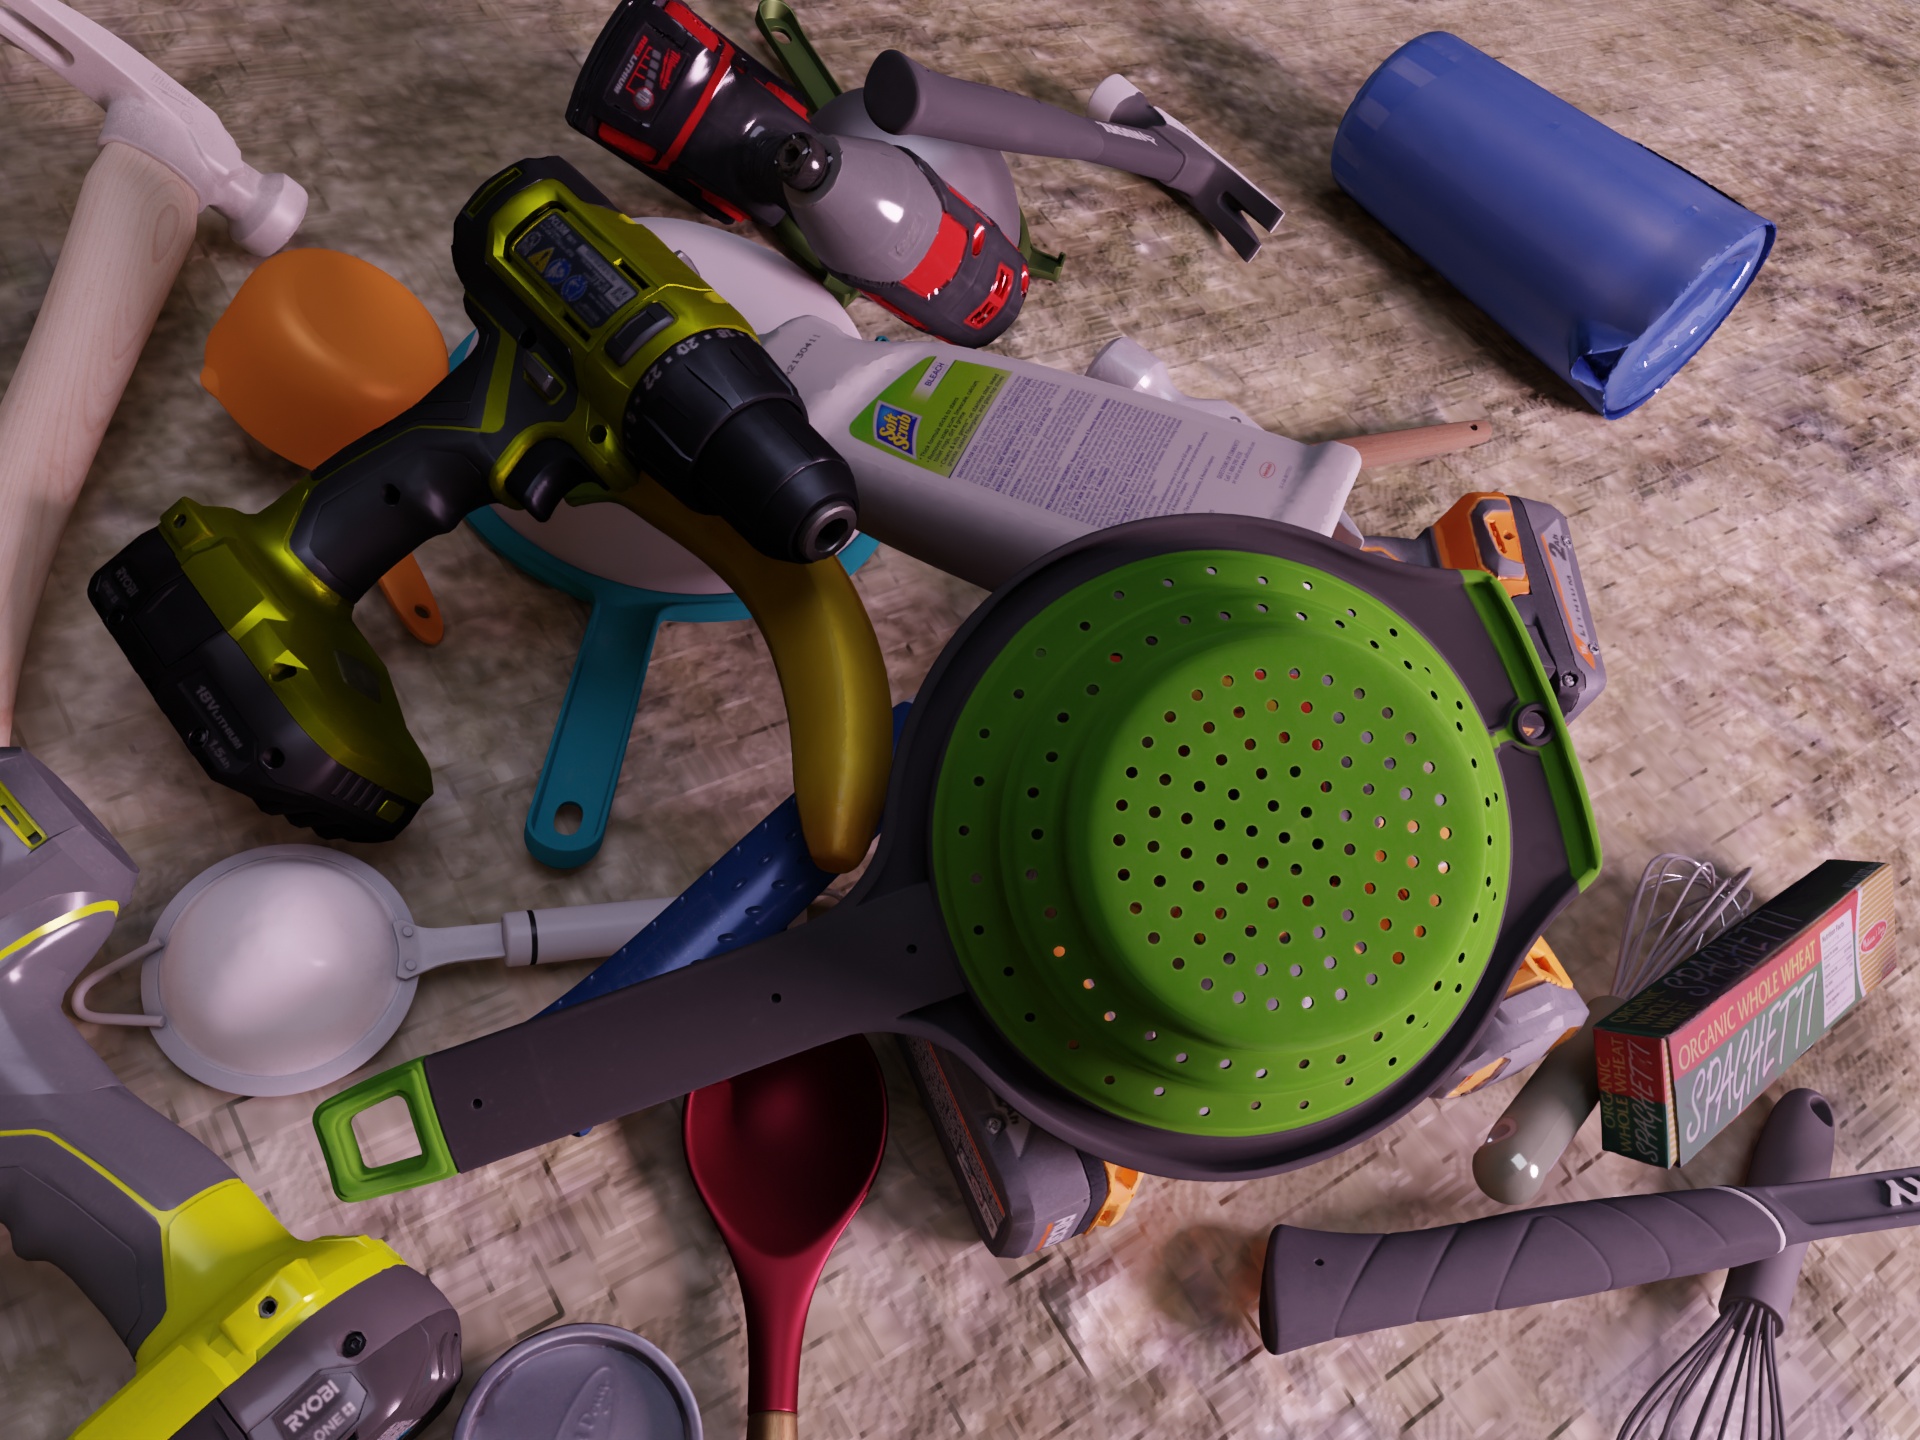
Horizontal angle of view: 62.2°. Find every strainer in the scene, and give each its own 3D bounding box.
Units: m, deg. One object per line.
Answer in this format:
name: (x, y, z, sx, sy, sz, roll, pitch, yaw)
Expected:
strainer: (-0.159, 0.073, 0.544, 0.258, 0.050, 0.087, -3, 64, -25)
strainer: (-0.125, -0.102, 0.652, 0.211, 0.095, 0.341, 13, 50, -9)
strainer: (-0.050, -0.334, 0.871, 0.151, 0.069, 0.257, -15, 62, -28)

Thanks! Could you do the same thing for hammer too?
hammer: (0.059, -0.302, 0.828, 0.146, 0.035, 0.335, 45, 31, 15)
hammer: (-0.344, -0.099, 0.576, 0.146, 0.038, 0.411, 36, 41, -44)
hammer: (0.301, 0.182, 0.571, 0.409, 0.036, 0.149, -5, 34, -9)
hammer: (-0.001, -0.002, 0.595, 0.144, 0.035, 0.405, 38, 60, 15)

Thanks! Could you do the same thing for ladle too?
ladle: (-0.054, 0.232, 0.467, 0.069, 0.031, 0.316, 2, 55, -7)

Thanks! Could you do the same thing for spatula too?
spatula: (0.154, -0.131, 0.818, 0.316, 0.018, 0.060, -13, 68, -26)

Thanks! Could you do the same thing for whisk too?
whisk: (0.261, 0.116, 0.626, 0.246, 0.057, 0.059, -29, 76, -43)
whisk: (0.288, 0.217, 0.586, 0.055, 0.055, 0.239, 37, 47, 11)

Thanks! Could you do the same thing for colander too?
colander: (0.003, 0.060, 0.445, 0.397, 0.094, 0.204, -19, 86, -4)

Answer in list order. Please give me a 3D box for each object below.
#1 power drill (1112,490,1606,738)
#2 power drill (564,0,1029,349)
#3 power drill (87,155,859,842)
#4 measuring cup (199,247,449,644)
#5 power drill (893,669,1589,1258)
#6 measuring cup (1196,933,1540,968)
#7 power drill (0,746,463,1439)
power drill: (0.162, -0.038, 0.712, 0.226, 0.084, 0.164, 6, 58, -10)
power drill: (-0.078, -0.253, 0.728, 0.220, 0.078, 0.143, 40, 13, 34)
power drill: (-0.162, -0.068, 0.547, 0.228, 0.080, 0.191, -43, 66, -3)
measuring cup: (-0.234, -0.115, 0.639, 0.095, 0.052, 0.174, -7, 62, -53)
power drill: (0.086, 0.072, 0.577, 0.226, 0.084, 0.186, -18, 62, -16)
measuring cup: (0.165, 0.088, 0.652, 0.156, 0.029, 0.062, 17, 51, -9)
power drill: (-0.256, 0.137, 0.415, 0.171, 0.080, 0.223, -42, 78, -19)
